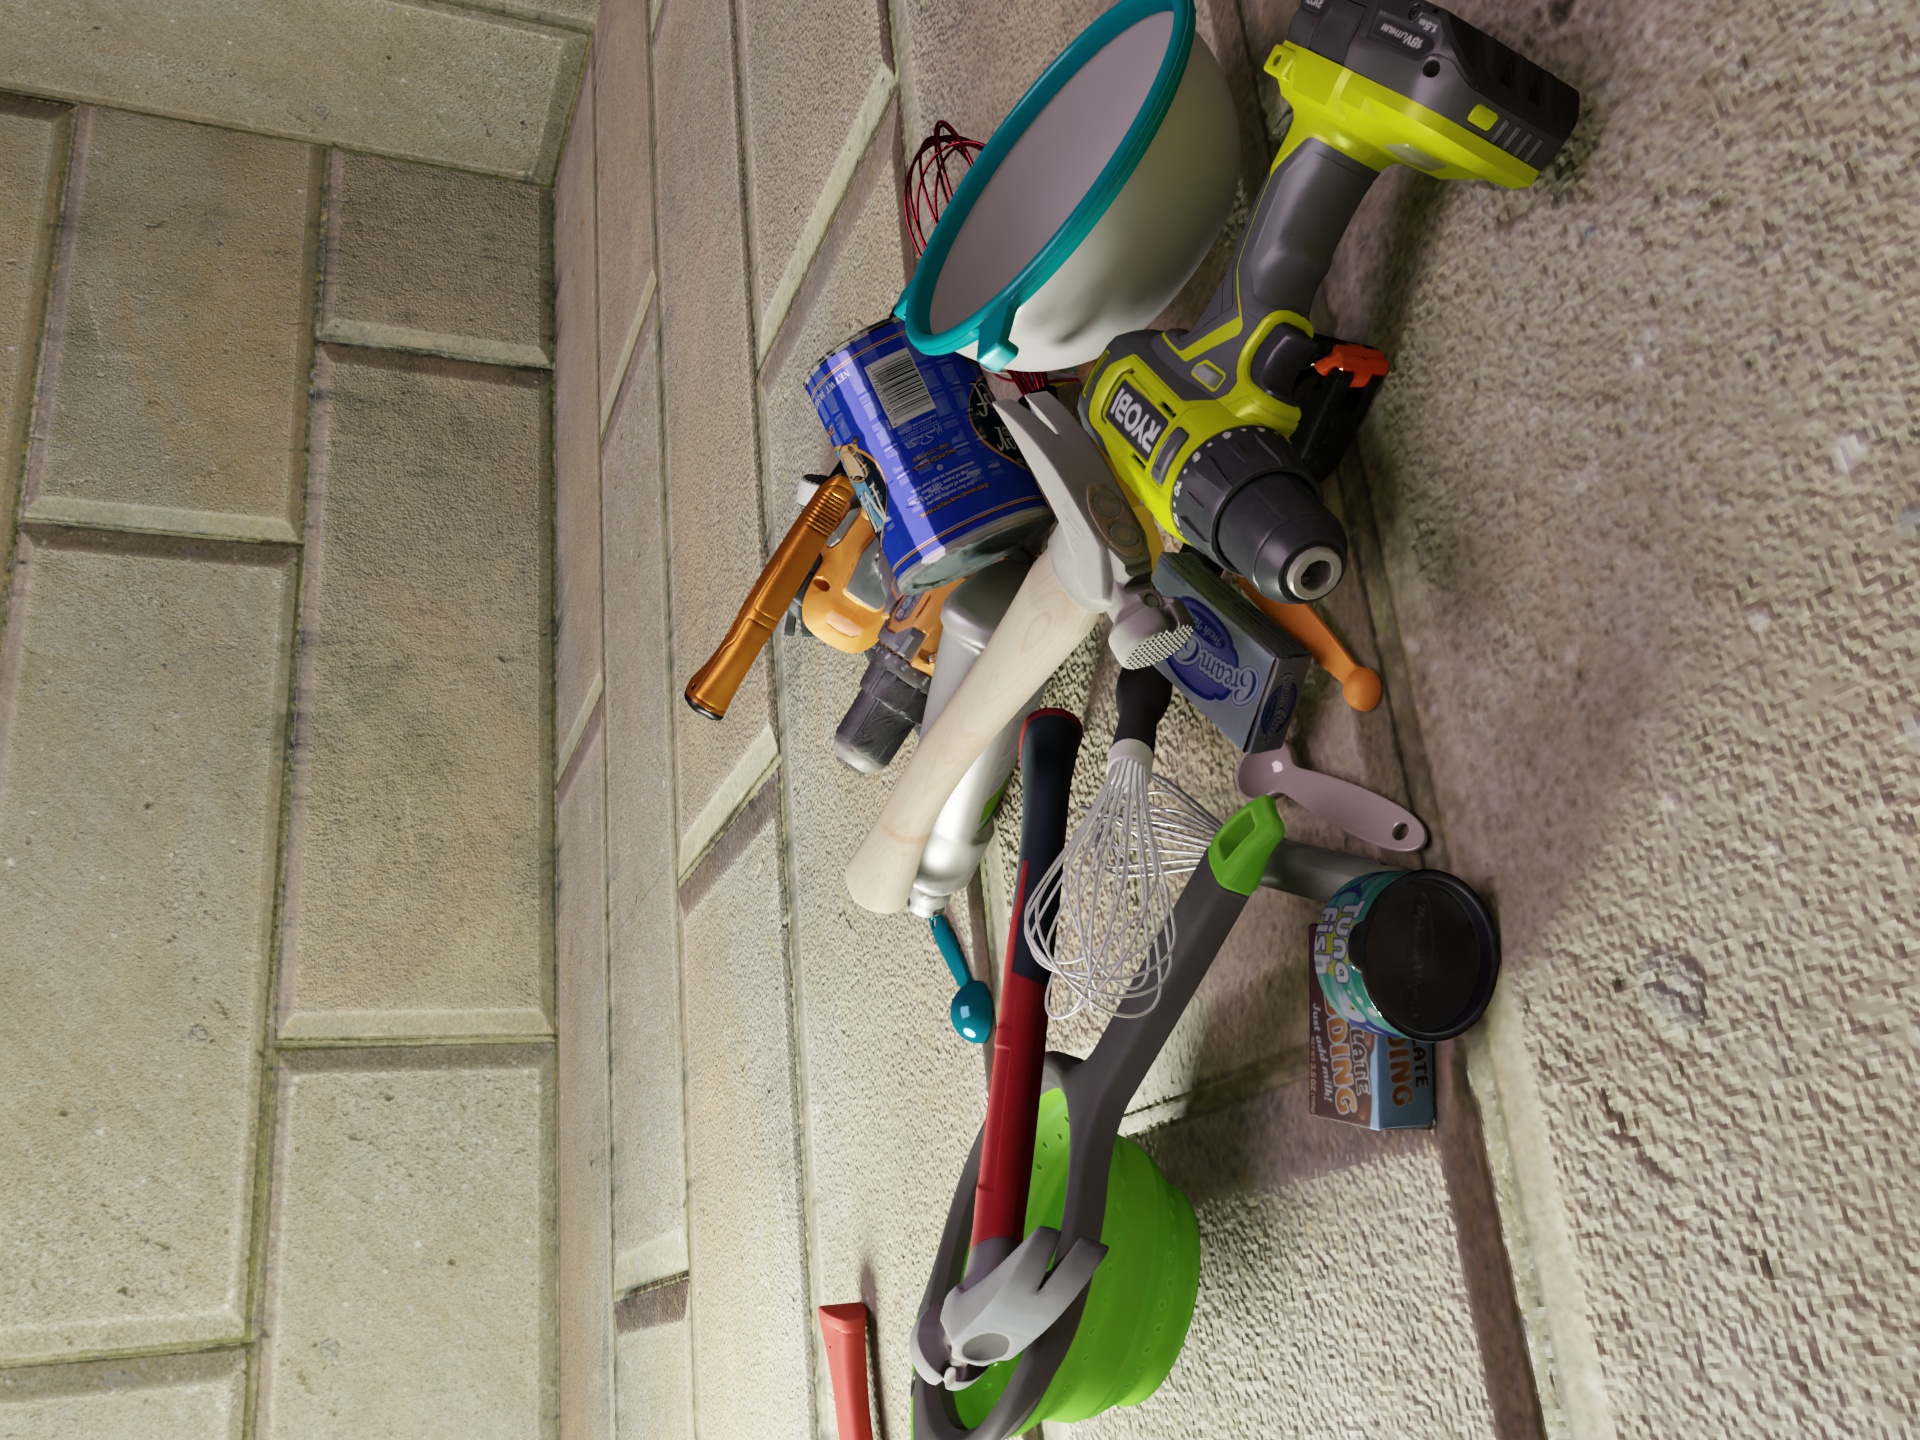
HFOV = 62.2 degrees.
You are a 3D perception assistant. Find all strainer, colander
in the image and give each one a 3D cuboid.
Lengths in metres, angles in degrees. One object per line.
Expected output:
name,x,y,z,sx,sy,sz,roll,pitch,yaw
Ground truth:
strainer,0.108,-0.303,0.794,0.340,0.095,0.211,-53,25,8
colander,0.090,0.212,0.771,0.205,0.094,0.397,-91,23,-63

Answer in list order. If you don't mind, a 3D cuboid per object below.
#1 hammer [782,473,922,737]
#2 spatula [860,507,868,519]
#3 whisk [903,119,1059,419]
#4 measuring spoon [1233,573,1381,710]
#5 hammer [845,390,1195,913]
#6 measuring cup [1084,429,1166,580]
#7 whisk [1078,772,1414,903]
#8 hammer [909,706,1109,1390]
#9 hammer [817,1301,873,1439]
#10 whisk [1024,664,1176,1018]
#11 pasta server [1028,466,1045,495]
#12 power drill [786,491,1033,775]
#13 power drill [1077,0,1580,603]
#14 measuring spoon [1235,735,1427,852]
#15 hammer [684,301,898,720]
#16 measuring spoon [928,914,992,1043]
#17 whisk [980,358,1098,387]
hammer,-0.079,-0.070,1.296,0.409,0.036,0.149,-127,45,-57
spatula,0.021,-0.252,0.991,0.322,0.041,0.081,-57,38,30
whisk,0.037,-0.207,0.919,0.073,0.073,0.296,-22,88,65
measuring spoon,0.155,-0.044,0.737,0.117,0.011,0.021,55,139,40
hammer,-0.001,-0.003,0.887,0.146,0.038,0.410,63,150,19
measuring cup,0.098,-0.090,0.870,0.029,0.062,0.157,118,139,-71
whisk,0.132,0.062,0.763,0.246,0.057,0.059,10,76,63
hammer,0.040,0.127,0.814,0.387,0.038,0.143,-80,16,-45
hammer,-0.069,0.617,1.169,0.149,0.036,0.359,124,142,-51
whisk,0.077,0.040,0.763,0.285,0.070,0.070,-70,0,-56
pasta server,0.023,-0.168,1.064,0.316,0.060,0.040,21,137,64
power drill,-0.052,-0.069,1.113,0.185,0.084,0.226,-58,28,3
power drill,0.146,-0.173,0.659,0.228,0.080,0.191,-62,31,24
measuring spoon,0.169,0.037,0.718,0.034,0.018,0.124,-61,32,1
hammer,-0.096,-0.144,1.129,0.337,0.034,0.127,-58,31,5
measuring spoon,-0.009,0.173,1.108,0.129,0.021,0.042,-120,40,-51
whisk,0.068,-0.216,0.959,0.245,0.051,0.047,39,117,59
